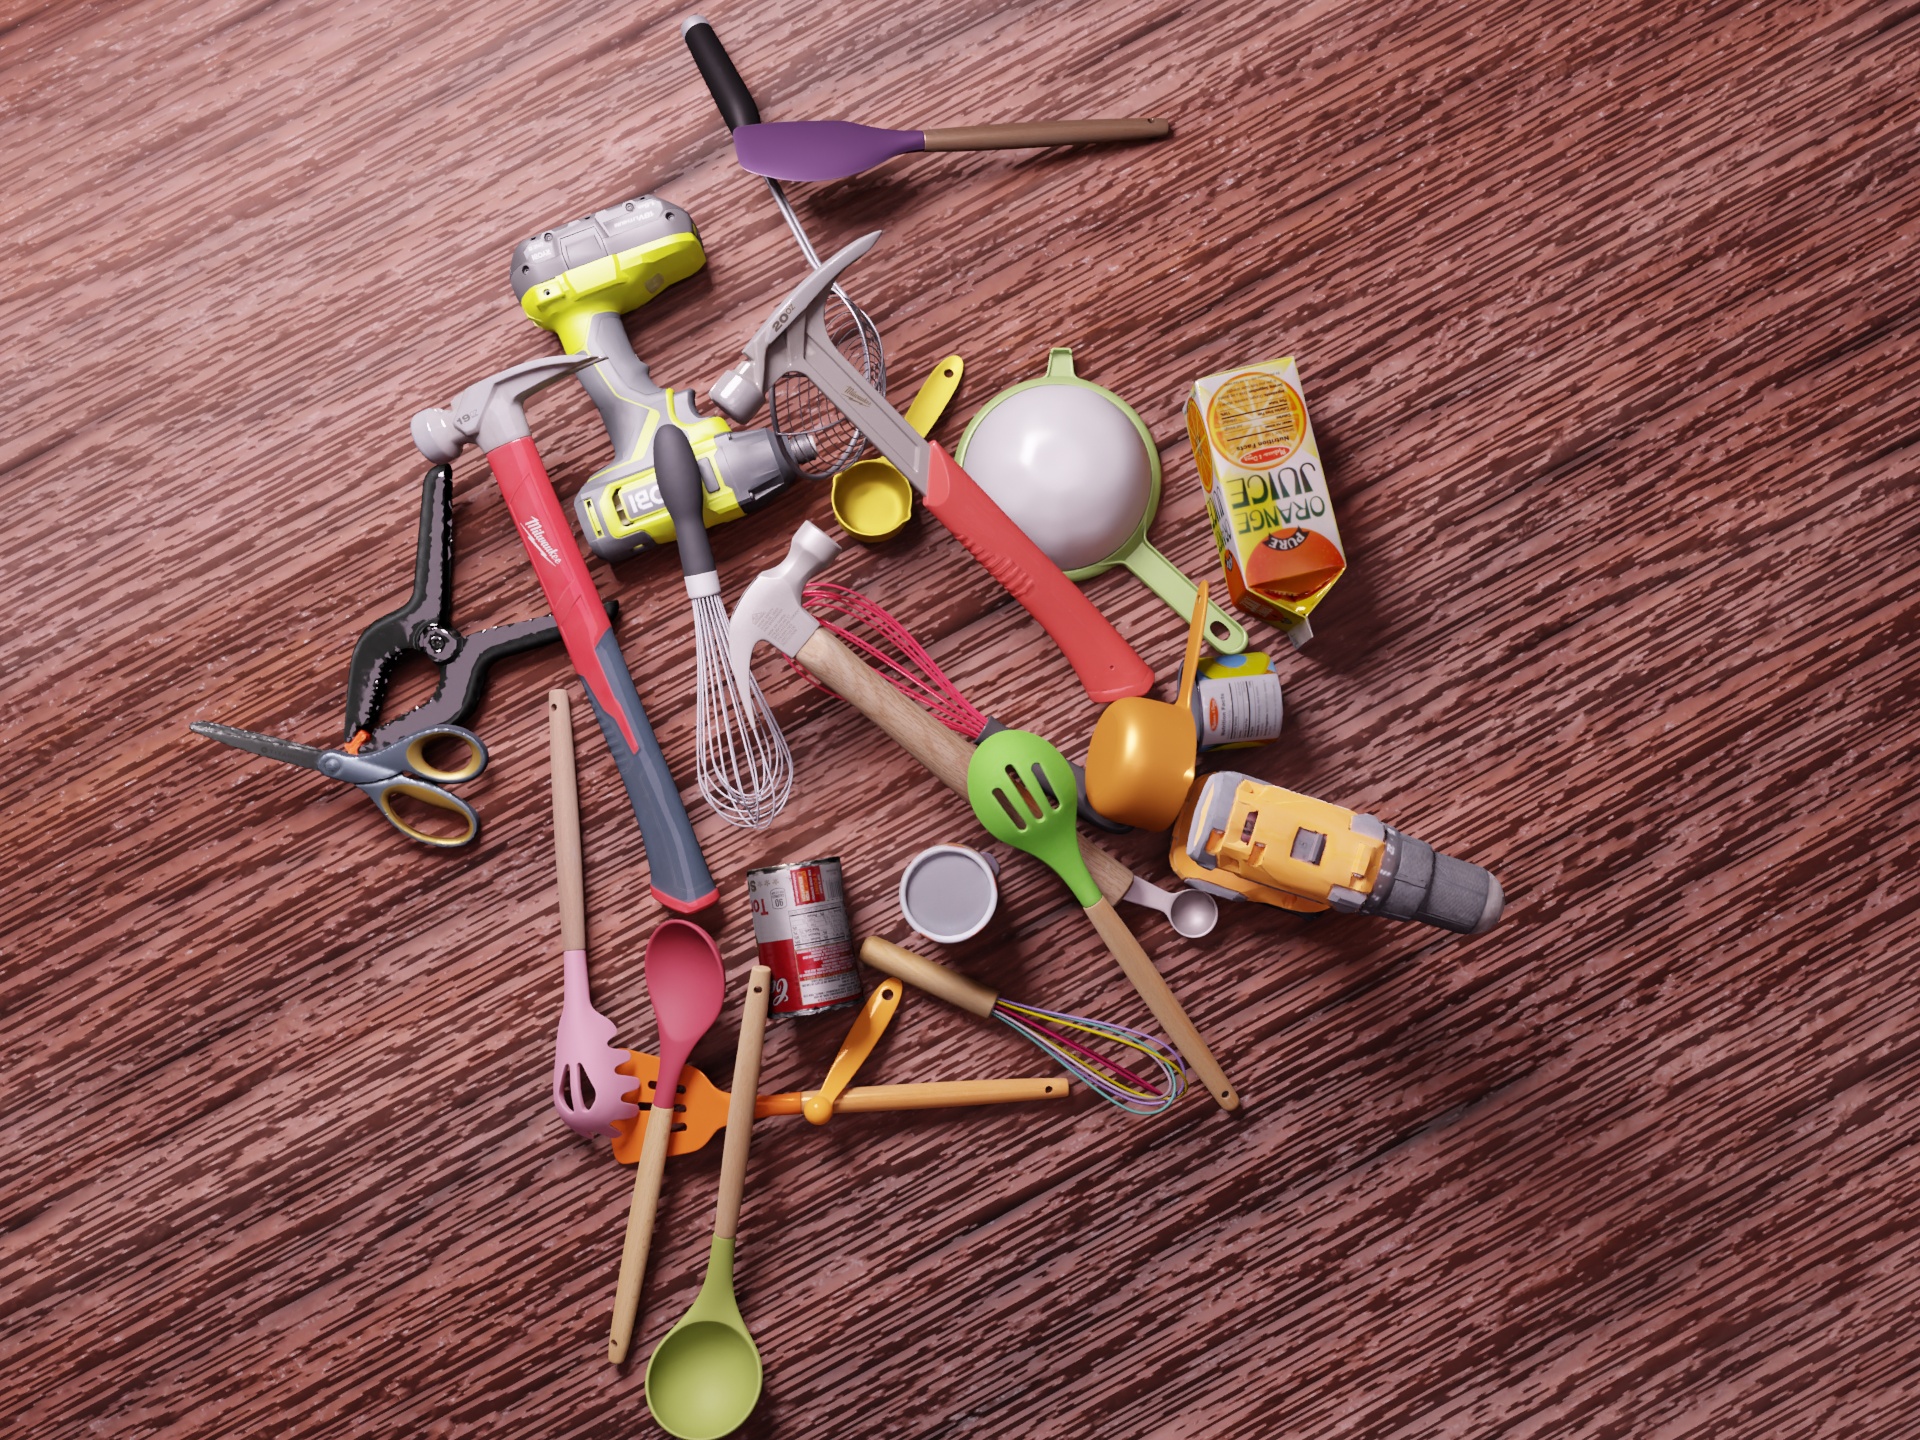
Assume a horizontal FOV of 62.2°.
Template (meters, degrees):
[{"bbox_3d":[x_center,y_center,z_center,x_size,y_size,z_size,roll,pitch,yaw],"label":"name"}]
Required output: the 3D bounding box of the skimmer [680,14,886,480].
[{"bbox_3d":[-0.145,-0.341,1.121,0.090,0.127,0.363,-32,71,18],"label":"skimmer"}]

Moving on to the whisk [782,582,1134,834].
[{"bbox_3d":[-0.002,-0.004,1.113,0.296,0.073,0.073,32,87,-4],"label":"whisk"}]

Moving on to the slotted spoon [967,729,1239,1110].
[{"bbox_3d":[0.105,0.141,1.076,0.070,0.031,0.313,-34,102,0],"label":"slotted spoon"}]

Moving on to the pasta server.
[{"bbox_3d":[-0.270,0.135,1.118,0.060,0.040,0.316,-8,80,14],"label":"pasta server"}]

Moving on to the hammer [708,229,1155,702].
[{"bbox_3d":[0.011,-0.146,1.059,0.358,0.037,0.149,43,87,-21],"label":"hammer"}]

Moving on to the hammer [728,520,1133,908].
[{"bbox_3d":[-0.017,0.020,1.072,0.331,0.031,0.130,40,92,-10],"label":"hammer"}]

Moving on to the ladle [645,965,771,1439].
[{"bbox_3d":[-0.155,0.324,1.065,0.078,0.062,0.320,8,95,-4],"label":"ladle"}]

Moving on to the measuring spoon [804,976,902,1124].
[{"bbox_3d":[-0.072,0.226,1.098,0.021,0.011,0.117,28,67,10],"label":"measuring spoon"}]

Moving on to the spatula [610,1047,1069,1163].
[{"bbox_3d":[-0.086,0.263,1.110,0.322,0.041,0.081,-2,87,-3],"label":"spatula"}]

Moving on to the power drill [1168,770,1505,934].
[{"bbox_3d":[0.228,0.087,1.014,0.185,0.226,0.084,17,86,2],"label":"power drill"}]

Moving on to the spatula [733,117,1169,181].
[{"bbox_3d":[-0.001,-0.410,1.126,0.316,0.018,0.060,-8,62,-13],"label":"spatula"}]

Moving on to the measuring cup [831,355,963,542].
[{"bbox_3d":[-0.039,-0.196,1.146,0.062,0.029,0.156,29,75,5],"label":"measuring cup"}]

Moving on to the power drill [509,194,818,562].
[{"bbox_3d":[-0.211,-0.243,1.125,0.171,0.080,0.223,-20,90,0],"label":"power drill"}]

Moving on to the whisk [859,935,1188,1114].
[{"bbox_3d":[0.042,0.210,1.104,0.245,0.047,0.051,23,74,7],"label":"whisk"}]

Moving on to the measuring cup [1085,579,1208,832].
[{"bbox_3d":[0.127,-0.013,1.069,0.052,0.095,0.173,10,95,-13],"label":"measuring cup"}]

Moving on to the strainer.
[{"bbox_3d":[0.106,-0.139,1.112,0.256,0.069,0.151,43,87,5],"label":"strainer"}]

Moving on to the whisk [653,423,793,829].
[{"bbox_3d":[-0.170,-0.062,1.091,0.070,0.070,0.284,-12,98,0],"label":"whisk"}]

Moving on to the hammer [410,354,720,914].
[{"bbox_3d":[-0.237,-0.053,1.088,0.143,0.038,0.386,-20,96,15],"label":"hammer"}]

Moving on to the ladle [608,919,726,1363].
[{"bbox_3d":[-0.208,0.289,1.088,0.069,0.031,0.315,13,95,29],"label":"ladle"}]

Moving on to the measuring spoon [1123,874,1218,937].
[{"bbox_3d":[0.122,0.118,1.123,0.124,0.018,0.034,22,91,9],"label":"measuring spoon"}]
